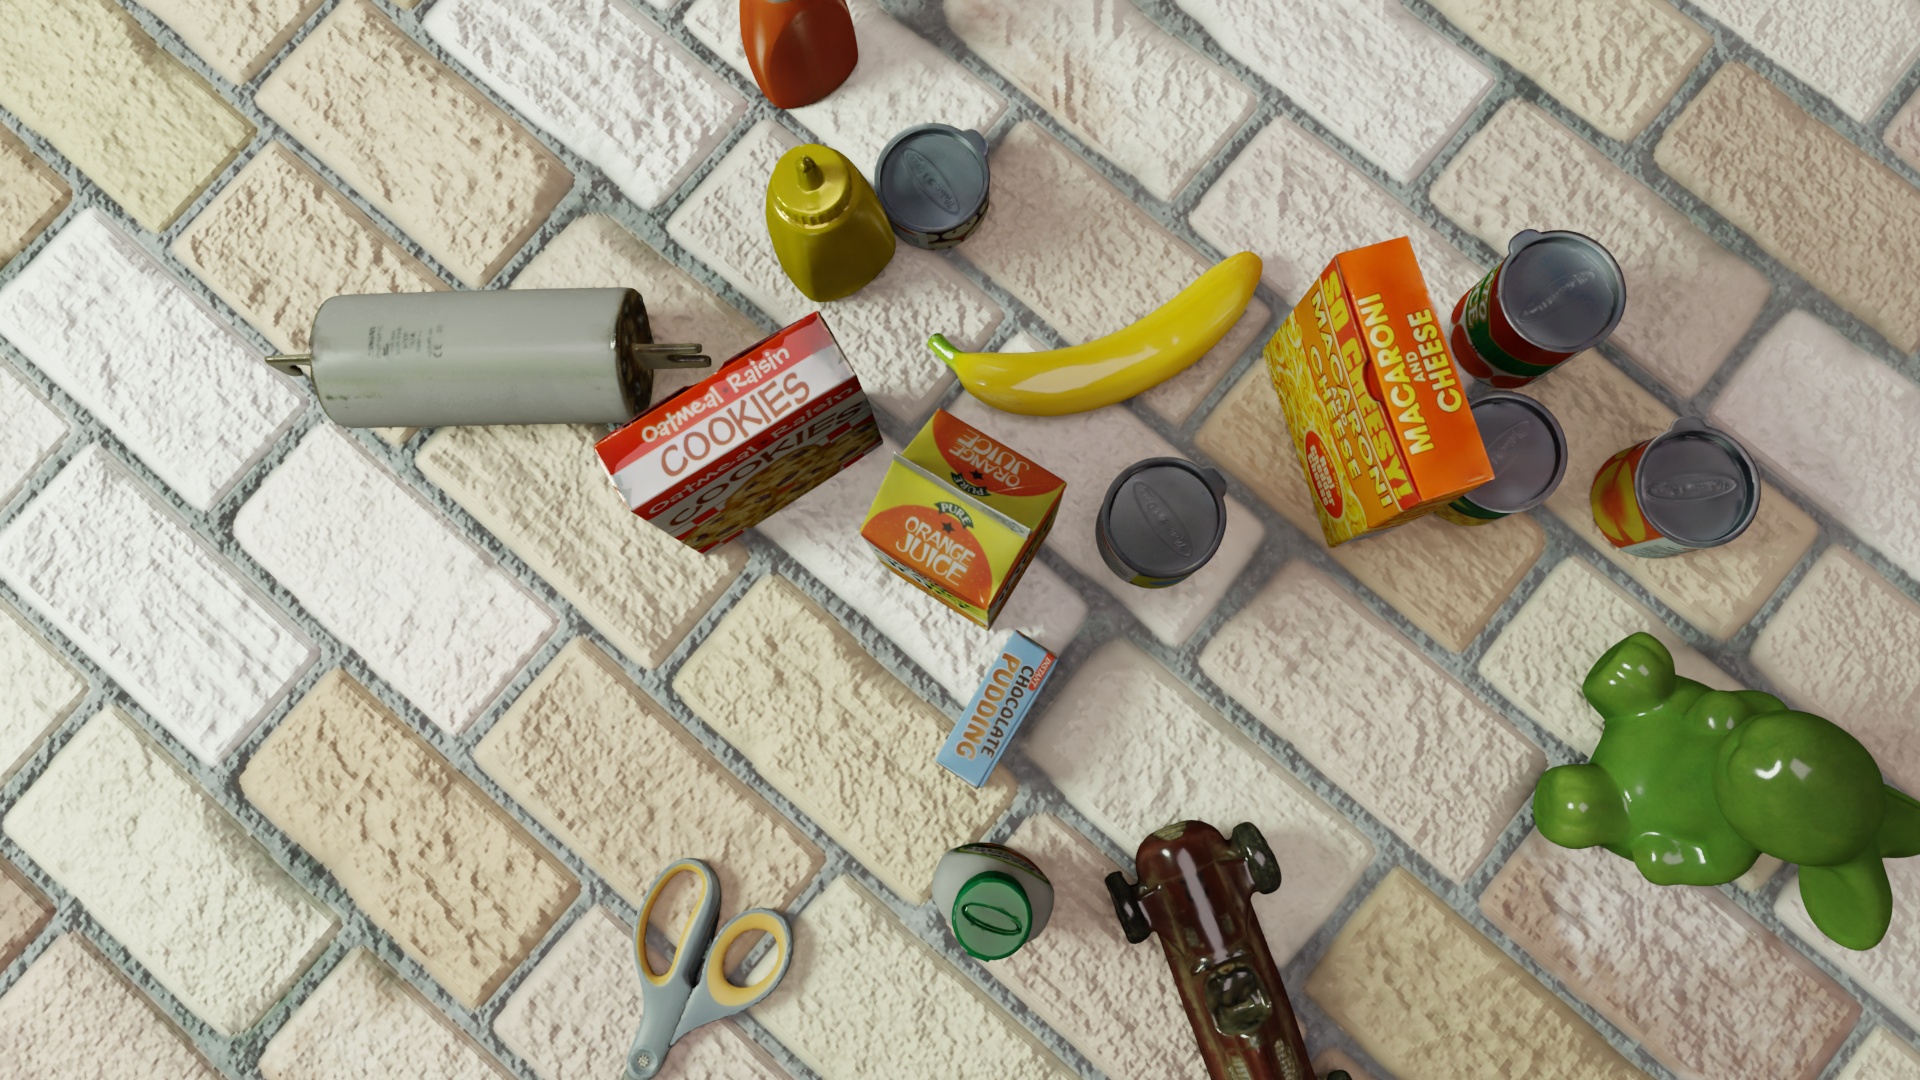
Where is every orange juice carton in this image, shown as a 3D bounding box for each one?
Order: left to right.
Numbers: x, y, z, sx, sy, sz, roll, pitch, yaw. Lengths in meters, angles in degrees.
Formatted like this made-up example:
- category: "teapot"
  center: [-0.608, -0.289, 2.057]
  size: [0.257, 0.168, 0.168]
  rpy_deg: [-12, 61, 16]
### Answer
- category: "orange juice carton"
  center: [0.002, -0.009, 0.695]
  size: [0.072, 0.192, 0.073]
  rpy_deg: [31, 84, 5]

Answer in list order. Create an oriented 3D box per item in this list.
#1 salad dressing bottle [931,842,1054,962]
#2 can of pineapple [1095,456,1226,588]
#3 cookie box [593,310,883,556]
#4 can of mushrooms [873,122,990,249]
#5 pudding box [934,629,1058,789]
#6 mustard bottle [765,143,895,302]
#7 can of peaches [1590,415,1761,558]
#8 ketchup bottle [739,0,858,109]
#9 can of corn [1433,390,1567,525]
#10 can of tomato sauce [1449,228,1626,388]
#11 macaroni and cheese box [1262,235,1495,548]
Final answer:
- category: "salad dressing bottle"
  center: [0.016, 0.179, 0.690]
  size: [0.064, 0.147, 0.044]
  rpy_deg: [20, 83, 4]
- category: "can of pineapple"
  center: [0.110, -0.009, 0.761]
  size: [0.071, 0.058, 0.071]
  rpy_deg: [0, 82, 1]
- category: "cookie box"
  center: [-0.107, -0.050, 0.716]
  size: [0.123, 0.167, 0.040]
  rpy_deg: [-32, 83, -3]
- category: "can of mushrooms"
  center: [-0.014, -0.206, 0.805]
  size: [0.071, 0.033, 0.071]
  rpy_deg: [0, 82, 1]
- category: "pudding box"
  center: [0.020, 0.092, 0.752]
  size: [0.030, 0.049, 0.084]
  rpy_deg: [31, 84, 5]
- category: "mustard bottle"
  center: [-0.072, -0.174, 0.737]
  size: [0.065, 0.160, 0.049]
  rpy_deg: [-33, 83, -3]
- category: "can of peaches"
  center: [0.388, -0.027, 0.759]
  size: [0.071, 0.058, 0.071]
  rpy_deg: [0, 82, 1]
- category: "ketchup bottle"
  center: [-0.093, -0.292, 0.761]
  size: [0.065, 0.148, 0.043]
  rpy_deg: [-34, 83, -3]
- category: "can of corn"
  center: [0.287, -0.045, 0.763]
  size: [0.071, 0.058, 0.071]
  rpy_deg: [0, 82, 1]
- category: "can of tomato sauce"
  center: [0.312, -0.126, 0.762]
  size: [0.071, 0.083, 0.071]
  rpy_deg: [0, 82, 1]
- category: "macaroni and cheese box"
  center: [0.207, -0.068, 0.713]
  size: [0.040, 0.166, 0.124]
  rpy_deg: [-17, 82, -1]
